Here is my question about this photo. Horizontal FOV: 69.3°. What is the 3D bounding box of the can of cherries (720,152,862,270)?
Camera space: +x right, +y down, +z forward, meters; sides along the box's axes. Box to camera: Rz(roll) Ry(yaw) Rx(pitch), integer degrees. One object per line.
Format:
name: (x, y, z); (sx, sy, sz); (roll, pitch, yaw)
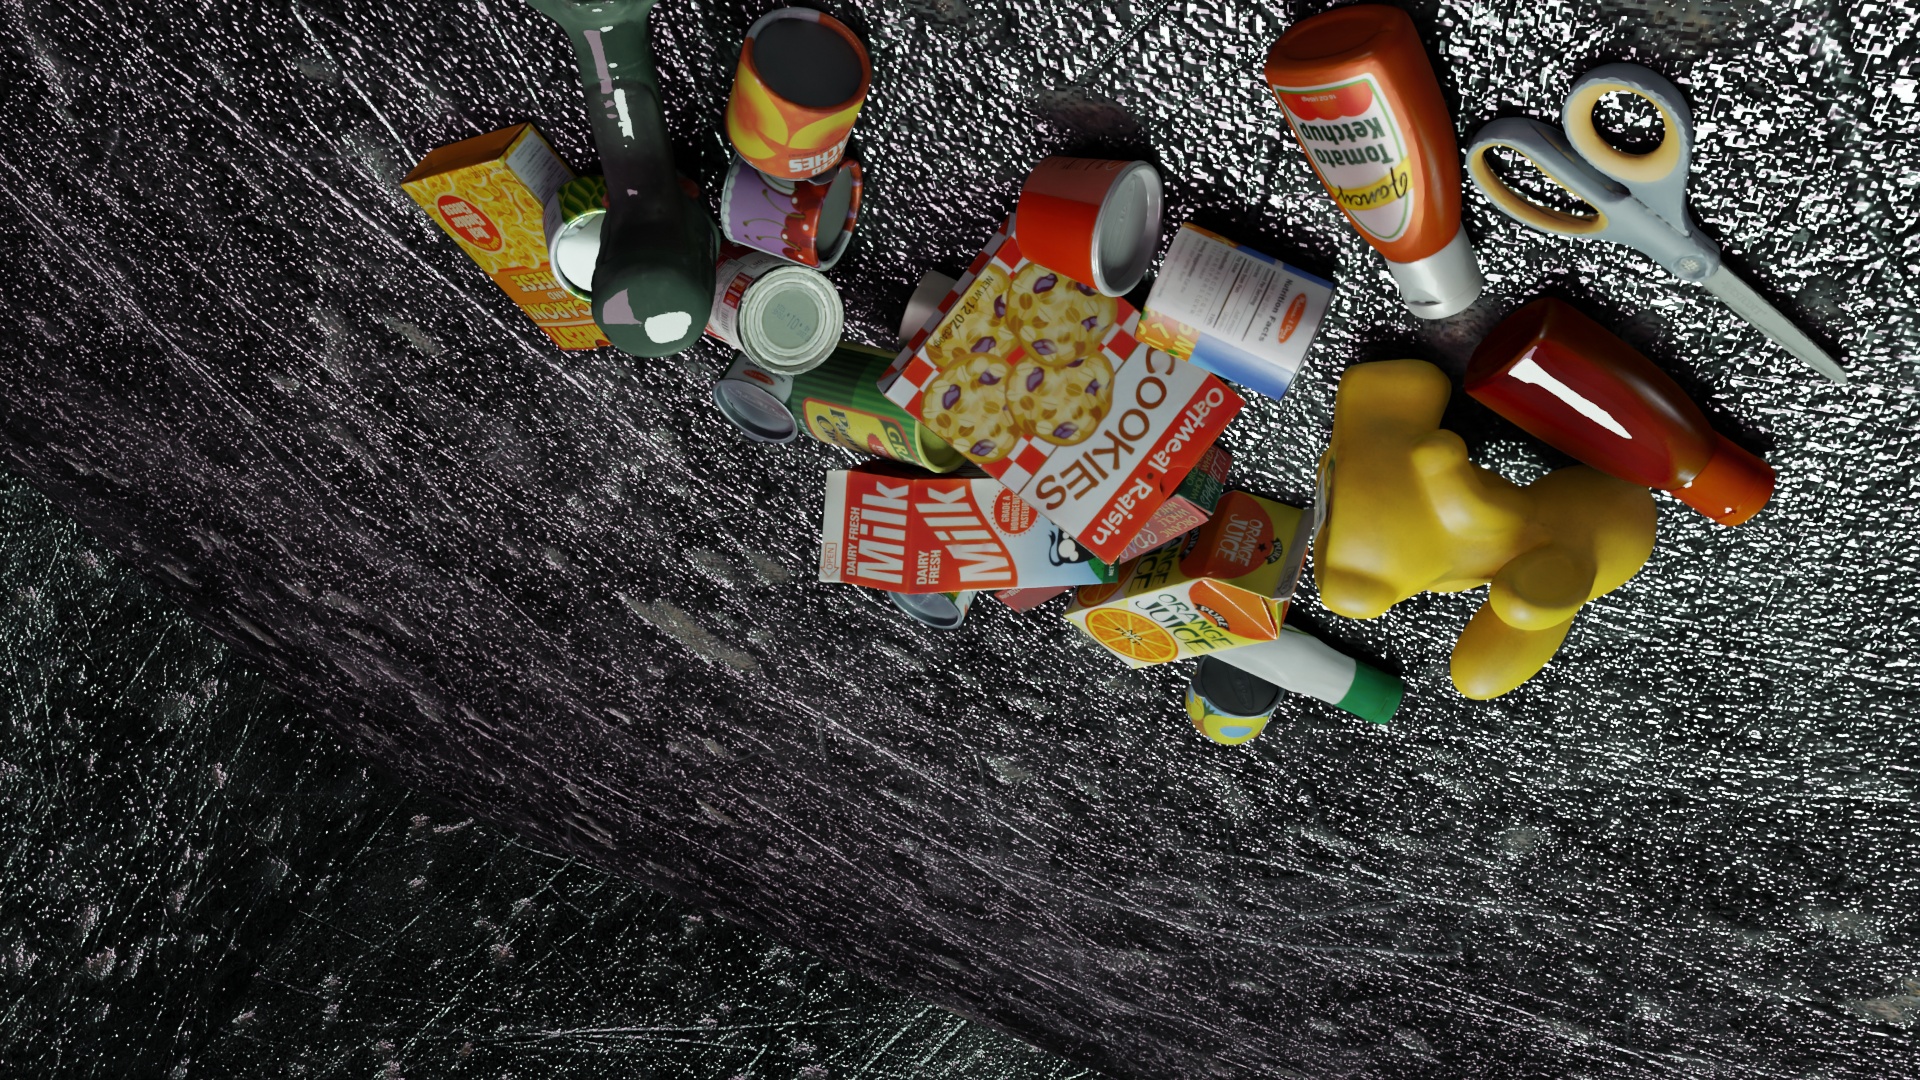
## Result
can of cherries: (-0.094, -0.194, 0.785); (0.058, 0.072, 0.071); (21, 152, 11)

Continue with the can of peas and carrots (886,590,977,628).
can of peas and carrots: (-0.019, 0.027, 1.104); (0.071, 0.059, 0.070); (21, 151, 12)

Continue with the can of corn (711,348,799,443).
can of corn: (-0.131, -0.110, 0.968); (0.071, 0.058, 0.070); (21, 152, 12)

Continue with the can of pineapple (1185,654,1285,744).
can of pineapple: (0.204, 0.113, 1.046); (0.071, 0.071, 0.057); (21, 152, 11)

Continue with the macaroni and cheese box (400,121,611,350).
macaroni and cheese box: (-0.288, -0.204, 0.966); (0.123, 0.040, 0.166); (2, 143, 41)

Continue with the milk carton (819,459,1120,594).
milk carton: (0.003, -0.011, 0.873); (0.191, 0.072, 0.073); (-1, -167, -27)

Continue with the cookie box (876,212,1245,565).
cookie box: (0.057, -0.083, 0.782); (0.167, 0.123, 0.040); (37, -173, -17)

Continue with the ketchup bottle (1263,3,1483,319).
ketchup bottle: (0.191, -0.162, 0.612); (0.065, 0.044, 0.148); (13, 152, 48)

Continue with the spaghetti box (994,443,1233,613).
spaghetti box: (0.098, -0.005, 0.955); (0.028, 0.050, 0.249); (33, 152, -14)

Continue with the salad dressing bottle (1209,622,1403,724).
salad dressing bottle: (0.240, 0.086, 0.990); (0.148, 0.044, 0.064); (24, 175, -2)

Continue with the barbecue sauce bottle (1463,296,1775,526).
barbecue sauce bottle: (0.323, -0.058, 0.675); (0.148, 0.044, 0.064); (30, 152, -7)

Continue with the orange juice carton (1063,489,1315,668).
orange juice carton: (0.161, 0.026, 0.930); (0.073, 0.072, 0.192); (37, 151, -20)

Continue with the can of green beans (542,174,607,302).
can of green beans: (-0.230, -0.192, 0.884); (0.071, 0.071, 0.058); (52, -174, -38)

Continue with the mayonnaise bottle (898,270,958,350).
mayonnaise bottle: (0.036, -0.109, 0.844); (0.148, 0.041, 0.064); (26, 157, 0)

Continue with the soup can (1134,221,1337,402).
soup can: (0.140, -0.116, 0.713); (0.084, 0.071, 0.071); (25, 152, 6)

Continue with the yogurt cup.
yogurt cup: (0.064, -0.162, 0.704); (0.054, 0.073, 0.072); (21, 153, 28)

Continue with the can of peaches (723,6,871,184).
can of peaches: (-0.082, -0.228, 0.714); (0.071, 0.071, 0.057); (30, 151, -6)

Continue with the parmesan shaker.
parmesan shaker: (-0.044, -0.082, 0.851); (0.103, 0.071, 0.071); (16, 151, 35)
